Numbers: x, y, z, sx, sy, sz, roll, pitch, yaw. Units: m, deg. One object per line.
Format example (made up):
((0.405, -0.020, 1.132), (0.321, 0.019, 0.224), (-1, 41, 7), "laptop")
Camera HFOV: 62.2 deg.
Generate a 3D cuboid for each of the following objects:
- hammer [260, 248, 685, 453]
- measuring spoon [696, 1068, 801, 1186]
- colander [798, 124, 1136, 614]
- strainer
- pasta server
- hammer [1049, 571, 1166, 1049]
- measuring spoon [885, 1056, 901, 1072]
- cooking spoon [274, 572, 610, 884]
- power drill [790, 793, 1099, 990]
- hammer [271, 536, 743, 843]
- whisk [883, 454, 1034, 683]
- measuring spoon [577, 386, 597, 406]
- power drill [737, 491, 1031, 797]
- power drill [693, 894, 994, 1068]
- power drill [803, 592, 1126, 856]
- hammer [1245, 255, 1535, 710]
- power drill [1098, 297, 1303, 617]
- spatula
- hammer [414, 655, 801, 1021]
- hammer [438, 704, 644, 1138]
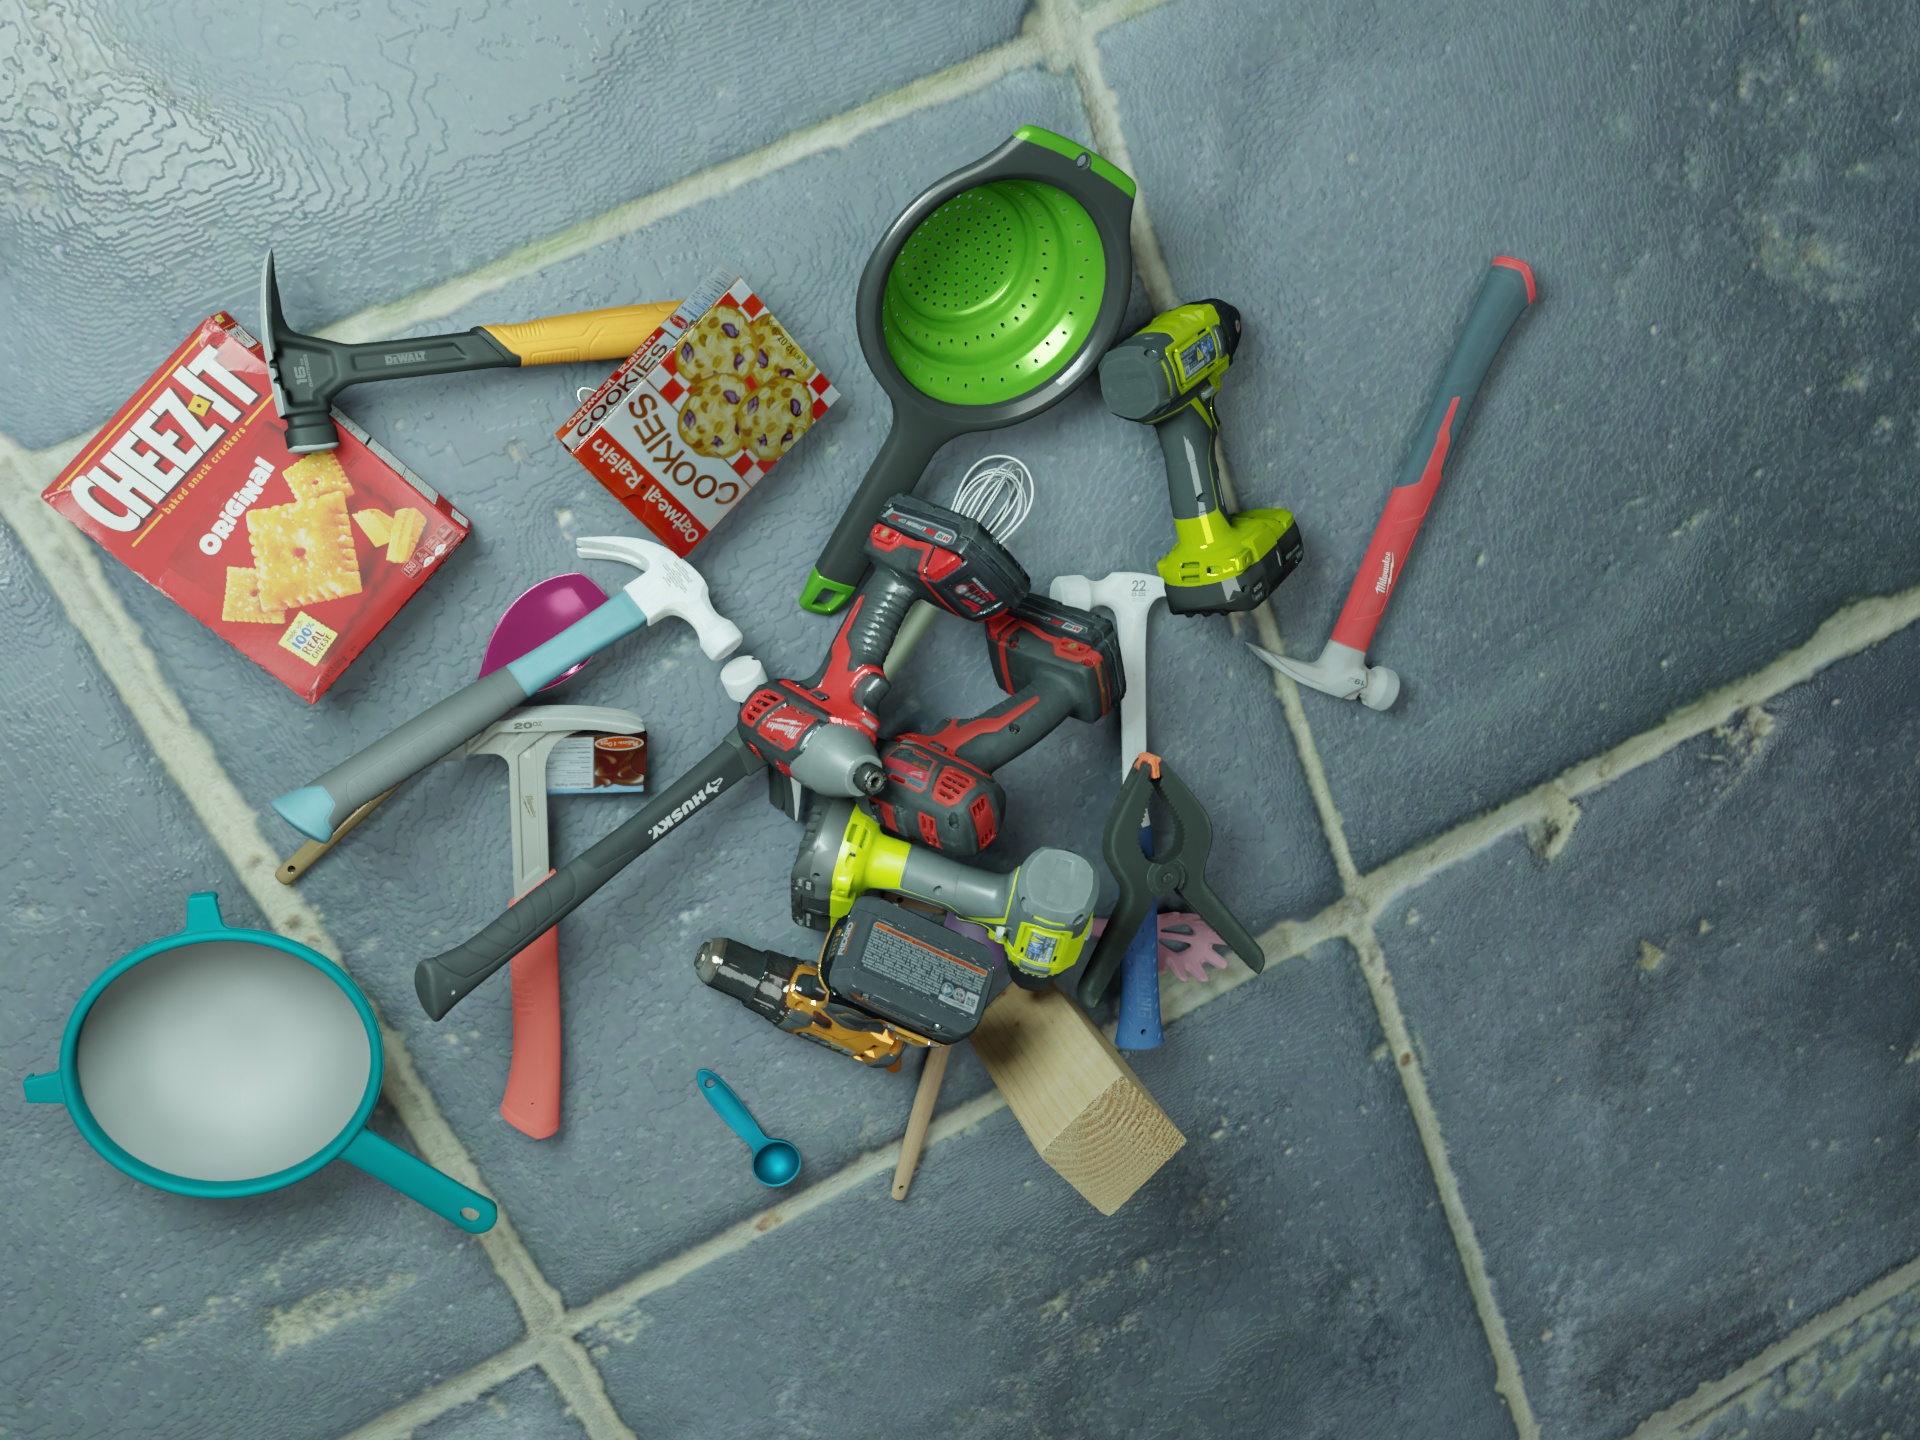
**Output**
((-0.293, -0.265, 1.082), (0.336, 0.034, 0.127), (-13, 100, -26), "hammer")
((-0.182, 0.340, 1.346), (0.042, 0.021, 0.128), (-37, 104, -3), "measuring spoon")
((-0.028, -0.257, 1.178), (0.204, 0.095, 0.397), (15, 120, -34), "colander")
((-0.484, 0.271, 1.183), (0.340, 0.095, 0.211), (41, 93, -23), "strainer")
((0.084, 0.174, 1.364), (0.316, 0.040, 0.060), (11, 96, -19), "pasta server")
((0.152, 0.077, 1.332), (0.144, 0.035, 0.405), (-5, 101, -16), "hammer")
((-0.070, 0.253, 1.353), (0.021, 0.011, 0.116), (-20, 111, -11), "measuring spoon")
((-0.385, 0.009, 1.177), (0.319, 0.017, 0.068), (-43, 105, -2), "cooking spoon")
((-0.012, 0.143, 1.244), (0.228, 0.190, 0.080), (15, 60, 3), "power drill")
((-0.323, -0.019, 1.119), (0.331, 0.033, 0.128), (-36, 83, -19), "hammer")
((-0.023, -0.100, 1.247), (0.059, 0.058, 0.246), (36, 98, 11), "whisk")
((-0.231, -0.200, 1.167), (0.124, 0.018, 0.034), (41, 89, -17), "measuring spoon")
((-0.056, -0.046, 1.141), (0.220, 0.143, 0.078), (-55, 134, -7), "power drill")
((-0.095, 0.201, 1.229), (0.185, 0.226, 0.084), (26, 62, -16), "power drill")
((-0.002, -0.004, 1.208), (0.227, 0.188, 0.080), (-43, 138, -30), "power drill")
((0.373, -0.206, 1.339), (0.143, 0.038, 0.386), (18, 100, -20), "hammer")
((0.194, -0.208, 1.238), (0.171, 0.080, 0.223), (-41, 121, -43), "power drill")
((-0.014, 0.277, 1.362), (0.059, 0.018, 0.315), (13, 107, -11), "spatula")
((-0.253, 0.102, 1.167), (0.335, 0.035, 0.146), (-40, 137, -22), "hammer")
((-0.316, 0.160, 1.215), (0.149, 0.037, 0.359), (-3, 113, -16), "hammer")
